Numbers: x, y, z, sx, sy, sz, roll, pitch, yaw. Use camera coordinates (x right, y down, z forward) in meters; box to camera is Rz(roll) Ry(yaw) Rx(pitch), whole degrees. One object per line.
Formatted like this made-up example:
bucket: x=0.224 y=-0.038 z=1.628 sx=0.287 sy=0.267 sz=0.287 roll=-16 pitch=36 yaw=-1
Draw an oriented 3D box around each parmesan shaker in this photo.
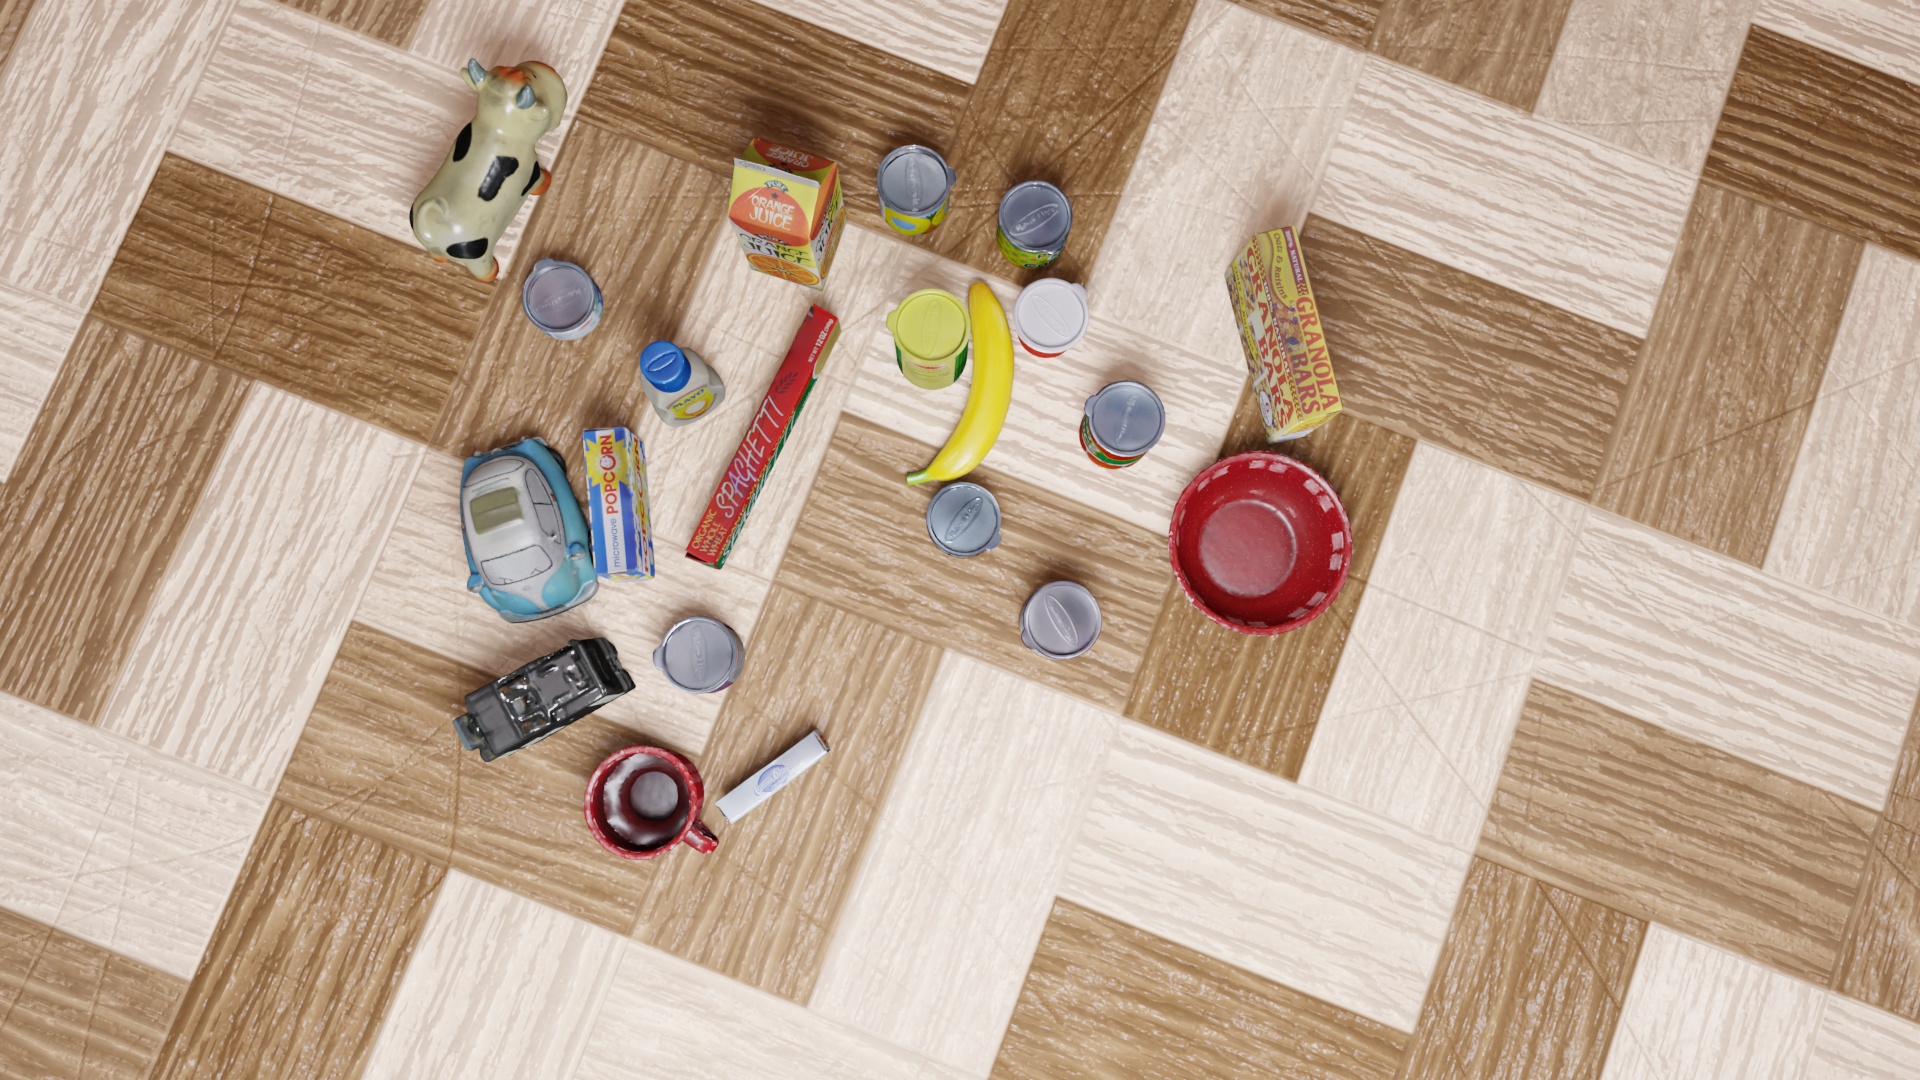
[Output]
parmesan shaker: x=-0.028 y=-0.175 z=1.219 sx=0.071 sy=0.103 sz=0.071 roll=0 pitch=84 yaw=-1

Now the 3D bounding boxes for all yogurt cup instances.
yogurt cup: x=0.079 y=-0.196 z=1.249 sx=0.072 sy=0.054 sz=0.072 roll=0 pitch=84 yaw=-1

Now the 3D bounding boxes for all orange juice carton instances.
orange juice carton: x=-0.146 y=-0.281 z=1.183 sx=0.072 sy=0.192 sz=0.073 roll=17 pitch=84 yaw=1

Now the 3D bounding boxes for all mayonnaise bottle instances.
mayonnaise bottle: x=-0.242 y=-0.135 z=1.186 sx=0.065 sy=0.148 sz=0.041 roll=-32 pitch=86 yaw=-4

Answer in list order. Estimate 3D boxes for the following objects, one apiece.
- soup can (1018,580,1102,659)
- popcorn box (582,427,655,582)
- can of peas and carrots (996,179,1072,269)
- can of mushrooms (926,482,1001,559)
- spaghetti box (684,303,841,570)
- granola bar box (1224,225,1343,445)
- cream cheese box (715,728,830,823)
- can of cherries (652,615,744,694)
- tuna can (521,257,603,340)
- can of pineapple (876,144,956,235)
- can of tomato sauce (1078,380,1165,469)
soup can: x=0.082 y=0.072 z=1.203 sx=0.071 sy=0.083 sz=0.071 roll=0 pitch=84 yaw=-1
popcorn box: x=-0.295 y=-0.029 z=1.204 sx=0.038 sy=0.085 sz=0.127 roll=-6 pitch=84 yaw=-2
can of peas and carrots: x=0.067 y=-0.282 z=1.256 sx=0.071 sy=0.058 sz=0.071 roll=0 pitch=84 yaw=-1
can of mushrooms: x=0.004 y=-0.016 z=1.236 sx=0.071 sy=0.033 sz=0.071 roll=0 pitch=84 yaw=-1
spaghetti box: x=-0.173 y=-0.090 z=1.232 sx=0.029 sy=0.050 sz=0.250 roll=26 pitch=83 yaw=2
granola bar box: x=0.281 y=-0.176 z=1.216 sx=0.039 sy=0.124 sz=0.165 roll=-13 pitch=84 yaw=-3
cream cheese box: x=-0.160 y=0.203 z=1.197 sx=0.104 sy=0.053 sz=0.024 roll=-36 pitch=86 yaw=-5
can of cherries: x=-0.226 y=0.100 z=1.205 sx=0.071 sy=0.058 sz=0.071 roll=0 pitch=84 yaw=-1
tuna can: x=-0.359 y=-0.218 z=1.251 sx=0.071 sy=0.033 sz=0.071 roll=0 pitch=84 yaw=-1
can of pineapple: x=-0.040 y=-0.315 z=1.258 sx=0.071 sy=0.058 sz=0.071 roll=0 pitch=84 yaw=-1
can of tomato sauce: x=0.139 y=-0.100 z=1.224 sx=0.071 sy=0.083 sz=0.071 roll=0 pitch=84 yaw=-1
